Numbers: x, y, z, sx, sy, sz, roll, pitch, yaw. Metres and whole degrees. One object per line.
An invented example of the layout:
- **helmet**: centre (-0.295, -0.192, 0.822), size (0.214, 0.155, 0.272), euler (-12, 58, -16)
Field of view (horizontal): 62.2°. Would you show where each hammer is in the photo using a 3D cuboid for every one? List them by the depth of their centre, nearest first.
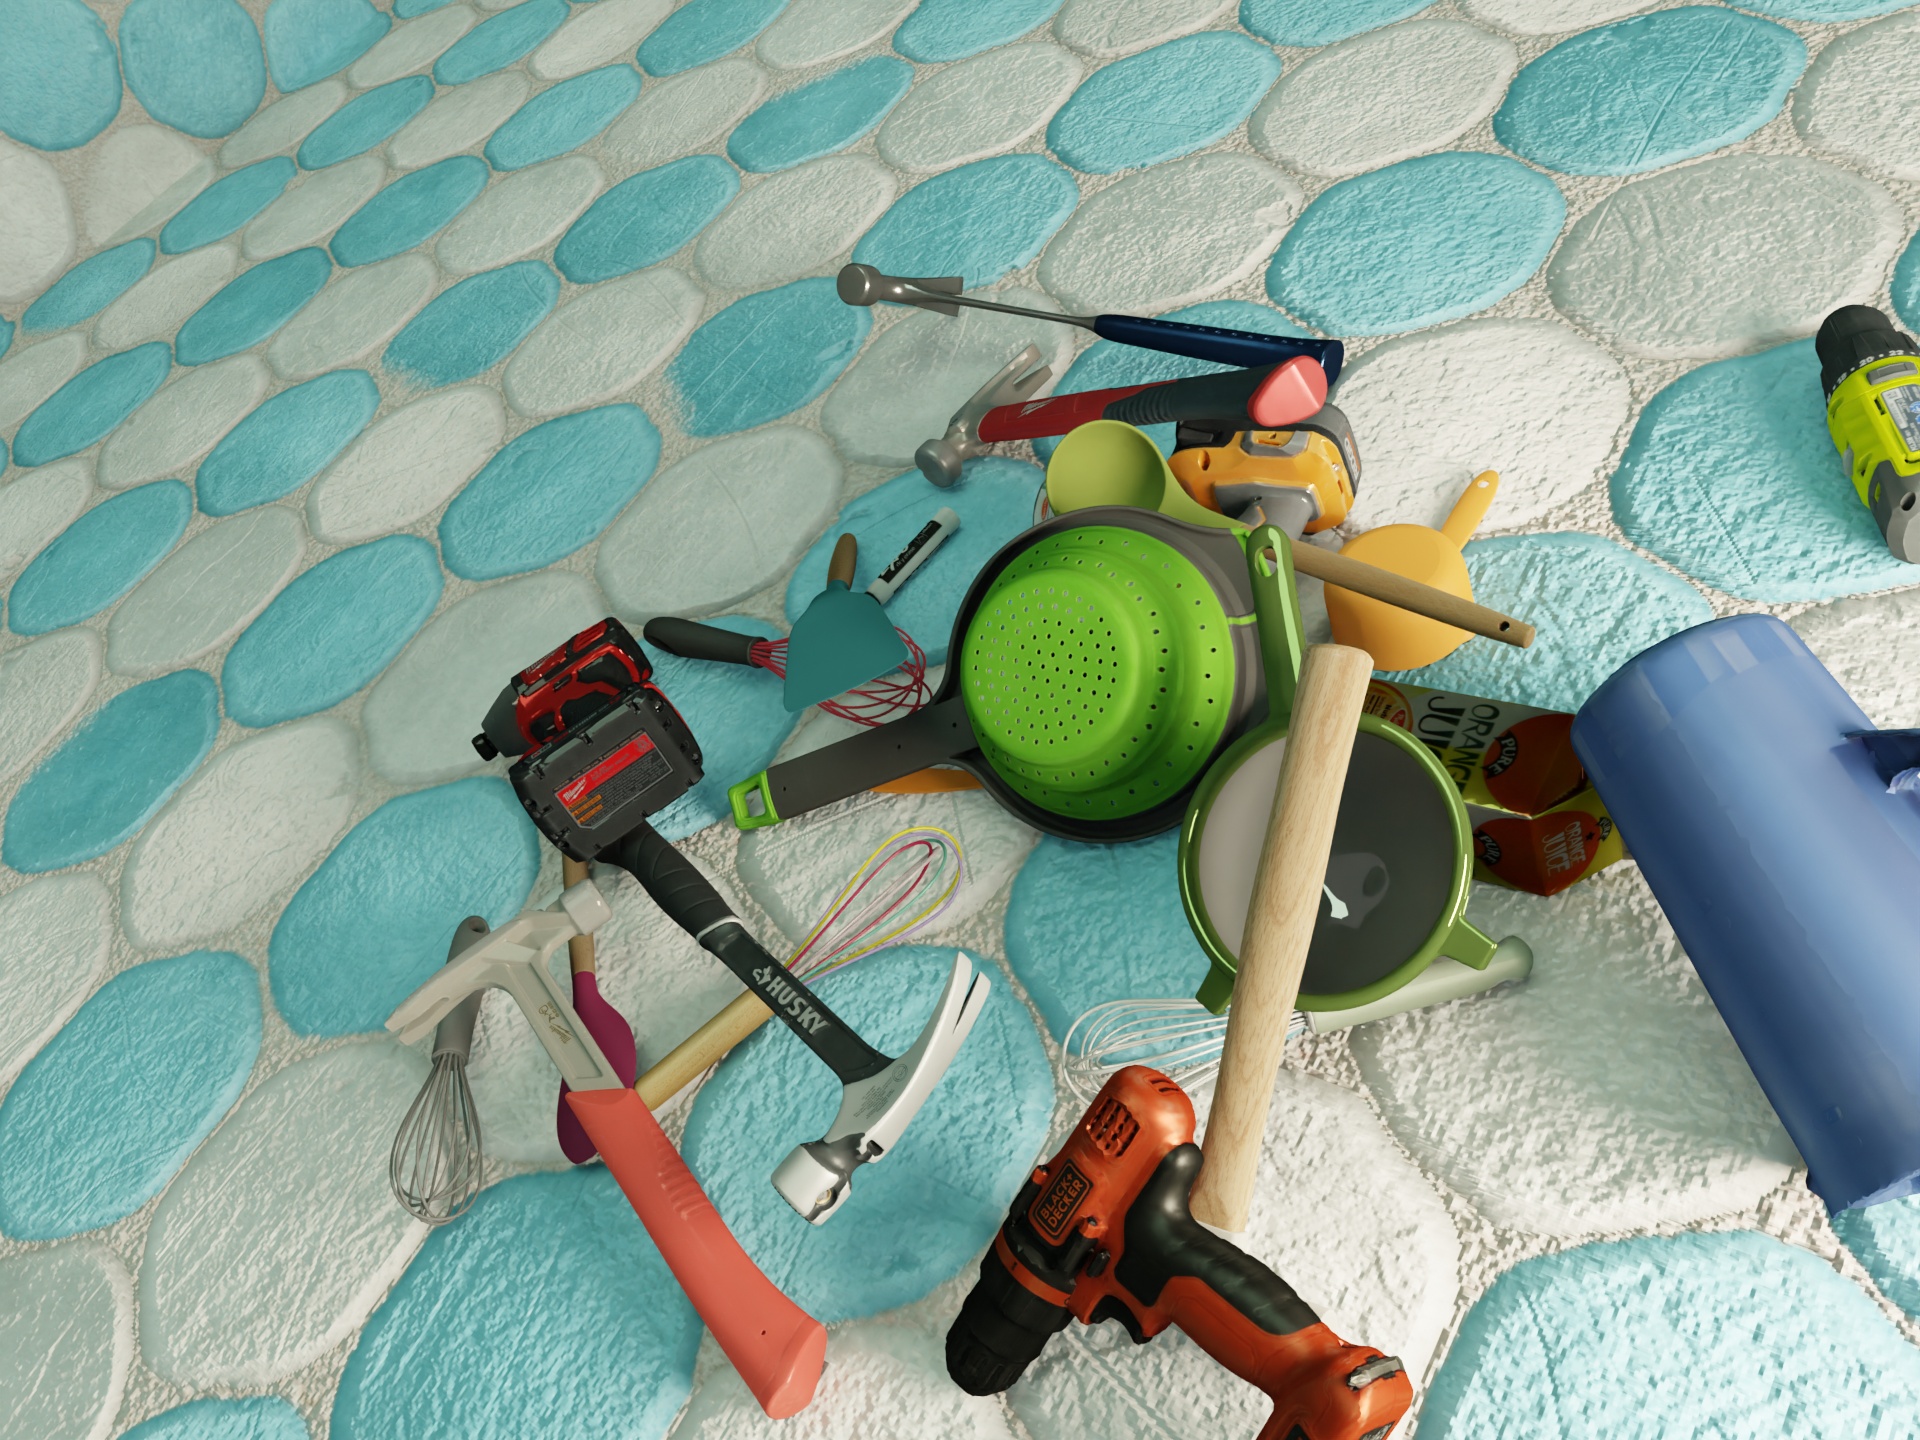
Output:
- **hammer**: centre (0.144, 0.125, 0.760), size (0.130, 0.031, 0.331), euler (9, 83, 35)
- **hammer**: centre (-0.192, 0.241, 0.888), size (0.149, 0.036, 0.359), euler (-36, 51, -13)
- **hammer**: centre (-0.132, 0.129, 0.945), size (0.149, 0.036, 0.409), euler (-47, 36, -10)
- **hammer**: centre (0.115, -0.226, 1.104), size (0.143, 0.038, 0.386), euler (-47, 26, -19)
- **hammer**: centre (0.104, -0.313, 1.249), size (0.406, 0.035, 0.144), euler (18, 19, 29)

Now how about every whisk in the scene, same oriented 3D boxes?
- **whisk**: centre (0.171, 0.151, 0.817), size (0.246, 0.057, 0.059), euler (-16, 79, 7)
- **whisk**: centre (-0.100, 0.147, 0.958), size (0.245, 0.047, 0.051), euler (-39, 46, -6)
- **whisk**: centre (-0.320, 0.214, 1.007), size (0.055, 0.055, 0.239), euler (-20, 40, 9)
- **whisk**: centre (-0.131, -0.047, 1.140), size (0.296, 0.073, 0.073), euler (12, 56, 40)

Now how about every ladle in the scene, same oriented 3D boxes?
- **ladle**: centre (0.183, -0.105, 0.934), size (0.320, 0.062, 0.078), euler (27, 92, 36)

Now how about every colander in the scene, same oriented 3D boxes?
- **colander**: centre (-0.002, -0.003, 0.959), size (0.397, 0.094, 0.204), euler (-21, 79, 26)

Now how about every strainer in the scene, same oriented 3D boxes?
- **strainer**: centre (0.186, 0.024, 0.821), size (0.151, 0.069, 0.256), euler (-17, 67, 30)

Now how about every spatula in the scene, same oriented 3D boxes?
- **spatula**: centre (-0.080, -0.084, 1.088), size (0.082, 0.044, 0.318), euler (-25, 17, 6)

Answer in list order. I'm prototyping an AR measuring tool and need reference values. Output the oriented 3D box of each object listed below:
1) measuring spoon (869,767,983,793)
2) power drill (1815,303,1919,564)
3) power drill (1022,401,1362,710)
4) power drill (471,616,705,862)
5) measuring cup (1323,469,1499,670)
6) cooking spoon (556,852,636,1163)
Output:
- **measuring spoon**: centre (-0.019, 0.037, 1.038), size (0.117, 0.011, 0.021), euler (-1, 50, 26)
- **power drill**: centre (0.610, -0.190, 0.887), size (0.228, 0.080, 0.191), euler (-13, 46, 20)
- **power drill**: centre (0.150, -0.102, 1.037), size (0.185, 0.084, 0.226), euler (7, 58, 33)
- **power drill**: centre (-0.272, 0.007, 1.125), size (0.143, 0.078, 0.220), euler (-35, 29, -8)
- **measuring cup**: centre (0.290, -0.111, 0.988), size (0.095, 0.052, 0.174), euler (19, 63, 38)
- **cooking spoon**: centre (-0.249, 0.150, 1.040), size (0.068, 0.017, 0.319), euler (-38, 39, 16)
